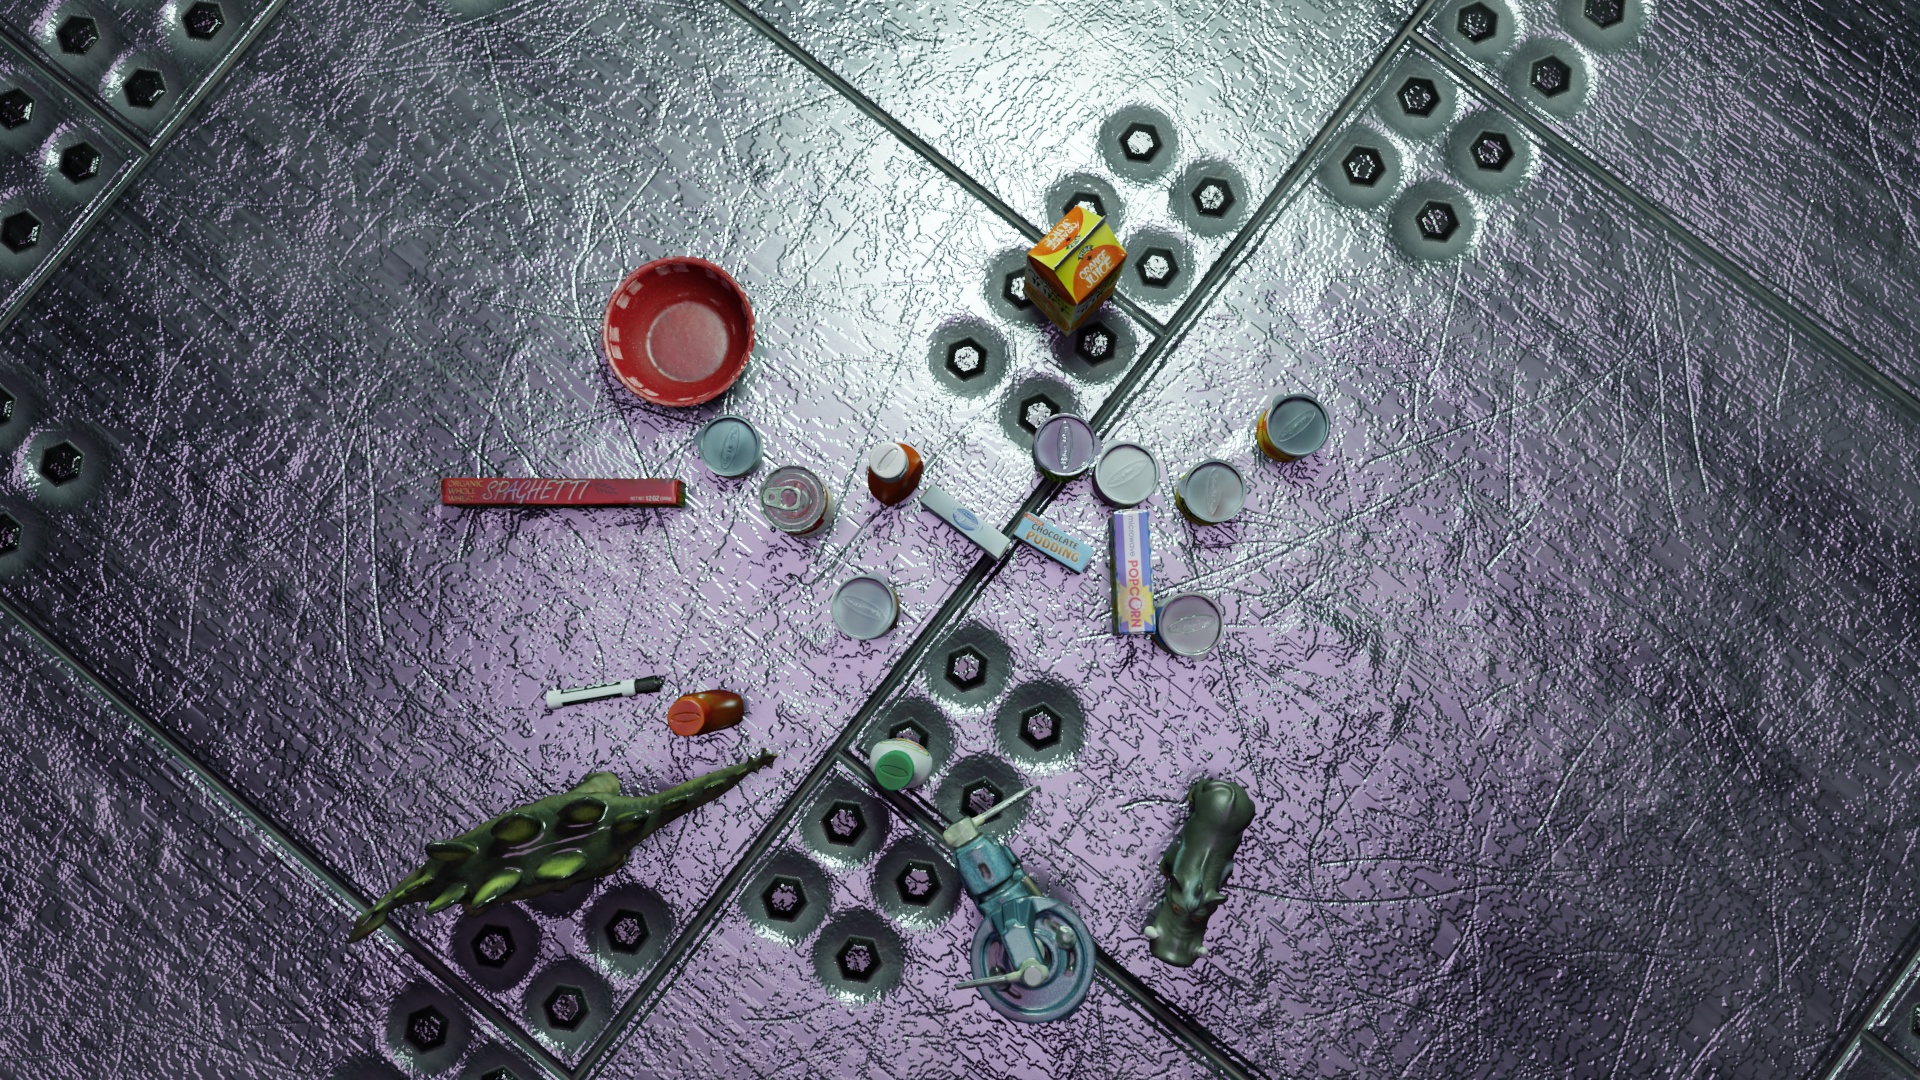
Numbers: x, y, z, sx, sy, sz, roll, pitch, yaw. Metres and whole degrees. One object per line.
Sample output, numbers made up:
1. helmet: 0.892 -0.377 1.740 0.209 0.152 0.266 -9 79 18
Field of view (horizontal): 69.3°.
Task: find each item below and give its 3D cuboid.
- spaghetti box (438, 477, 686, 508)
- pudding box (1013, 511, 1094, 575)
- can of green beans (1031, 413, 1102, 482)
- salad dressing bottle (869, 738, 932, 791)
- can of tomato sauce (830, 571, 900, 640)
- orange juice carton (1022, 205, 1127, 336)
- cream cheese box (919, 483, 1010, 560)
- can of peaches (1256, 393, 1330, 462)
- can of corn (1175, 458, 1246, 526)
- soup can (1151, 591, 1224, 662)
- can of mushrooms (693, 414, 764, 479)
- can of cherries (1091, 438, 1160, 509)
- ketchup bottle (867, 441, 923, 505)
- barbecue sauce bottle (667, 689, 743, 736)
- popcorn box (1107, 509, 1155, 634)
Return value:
1. spaghetti box: -0.418 -0.050 1.465 0.250 0.050 0.028 0 85 1
2. pudding box: 0.097 0.003 1.454 0.084 0.049 0.030 30 86 3
3. can of green beans: 0.108 -0.096 1.459 0.071 0.058 0.071 0 85 1
4. salad dressing bottle: -0.062 0.225 1.387 0.064 0.147 0.044 16 86 2
5. can of tomato sauce: -0.096 0.068 1.434 0.071 0.083 0.071 0 85 1
6. orange juice carton: 0.114 -0.275 1.407 0.072 0.192 0.073 -44 86 -3
7. cream cheese box: 0.005 -0.018 1.455 0.104 0.053 0.024 36 87 4
8. can of peaches: 0.347 -0.119 1.458 0.071 0.058 0.071 0 85 1
9. can of corn: 0.259 -0.050 1.453 0.071 0.058 0.071 0 85 1
10. soup can: 0.232 0.089 1.428 0.071 0.083 0.071 0 85 1
11. can of mushrooms: -0.245 -0.100 1.475 0.071 0.033 0.071 0 85 1
12. can of cherries: 0.171 -0.070 1.455 0.071 0.058 0.071 0 85 1
13. ketchup bottle: -0.068 -0.072 1.413 0.043 0.148 0.065 39 87 4
14. barbecue sauce bottle: -0.260 0.173 1.393 0.065 0.148 0.043 -4 85 1
15. popcorn box: 0.176 0.034 1.433 0.038 0.085 0.126 -2 85 1
